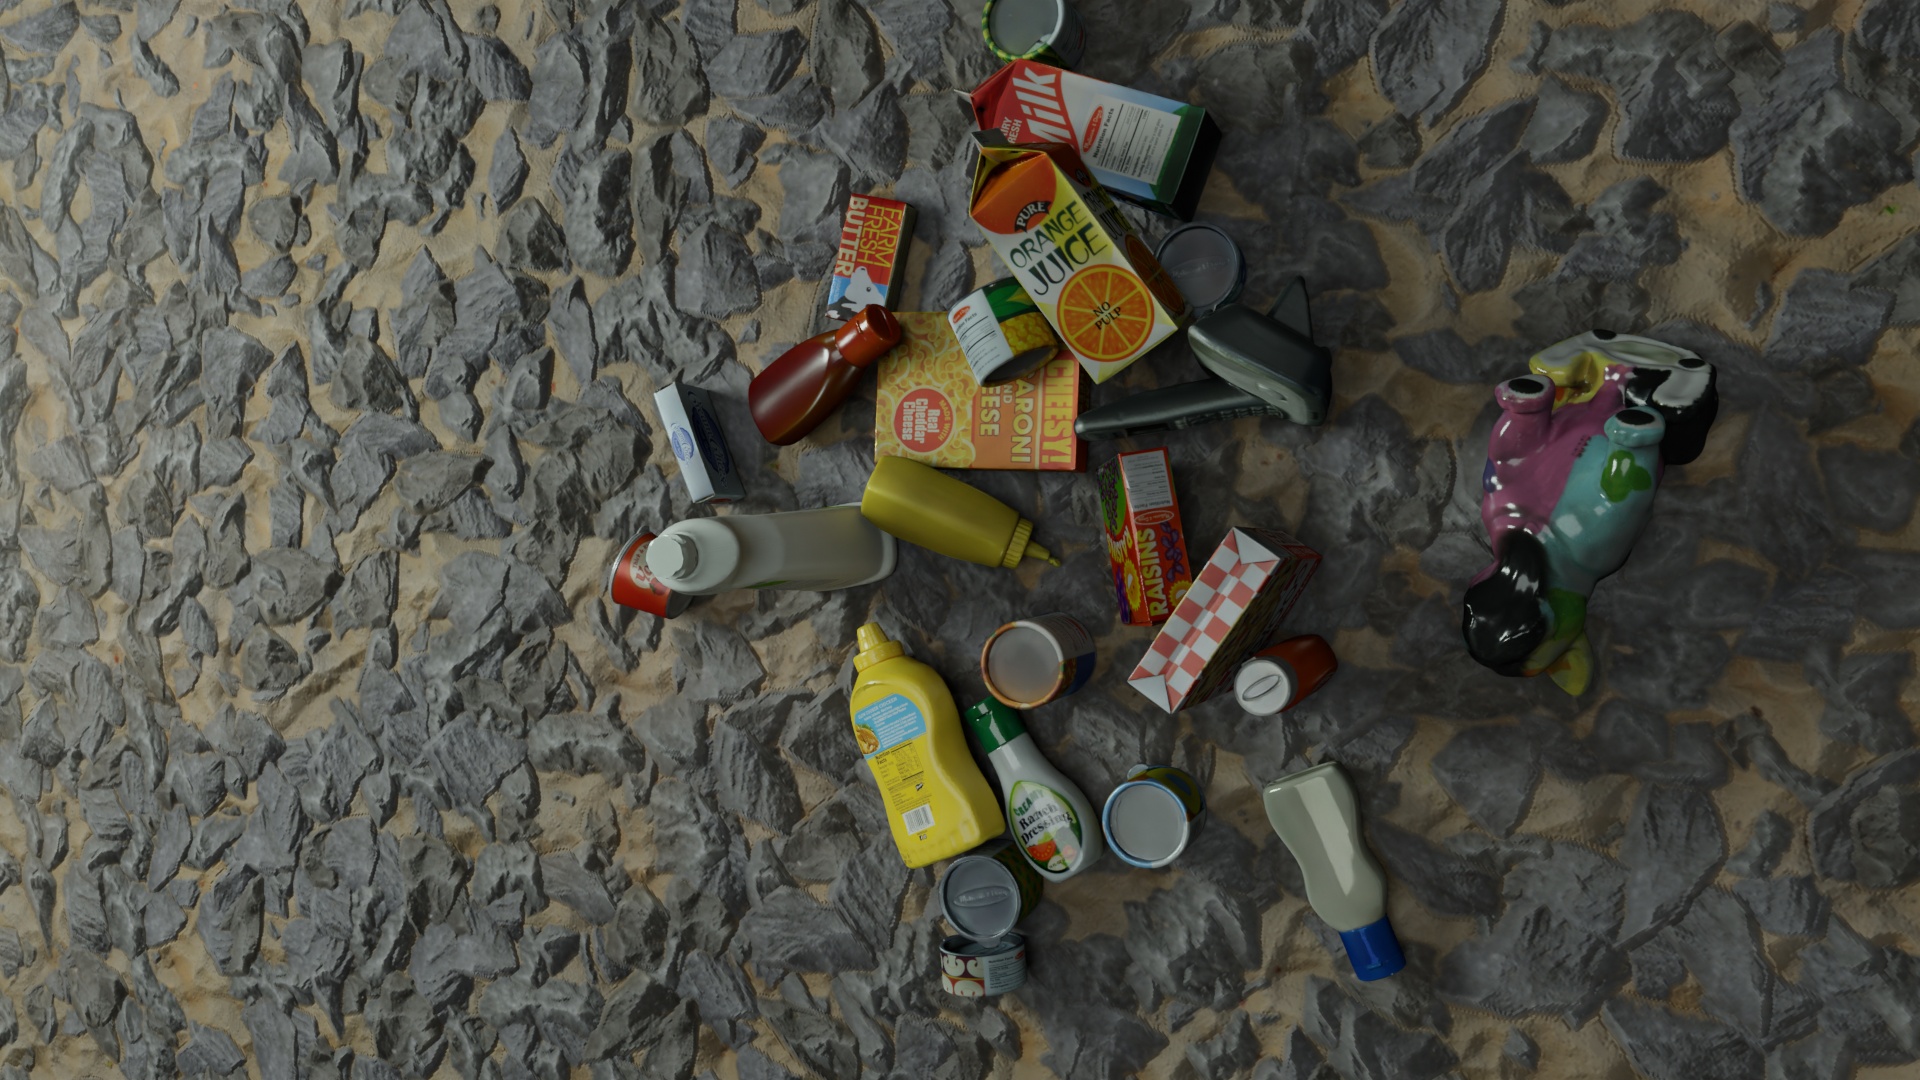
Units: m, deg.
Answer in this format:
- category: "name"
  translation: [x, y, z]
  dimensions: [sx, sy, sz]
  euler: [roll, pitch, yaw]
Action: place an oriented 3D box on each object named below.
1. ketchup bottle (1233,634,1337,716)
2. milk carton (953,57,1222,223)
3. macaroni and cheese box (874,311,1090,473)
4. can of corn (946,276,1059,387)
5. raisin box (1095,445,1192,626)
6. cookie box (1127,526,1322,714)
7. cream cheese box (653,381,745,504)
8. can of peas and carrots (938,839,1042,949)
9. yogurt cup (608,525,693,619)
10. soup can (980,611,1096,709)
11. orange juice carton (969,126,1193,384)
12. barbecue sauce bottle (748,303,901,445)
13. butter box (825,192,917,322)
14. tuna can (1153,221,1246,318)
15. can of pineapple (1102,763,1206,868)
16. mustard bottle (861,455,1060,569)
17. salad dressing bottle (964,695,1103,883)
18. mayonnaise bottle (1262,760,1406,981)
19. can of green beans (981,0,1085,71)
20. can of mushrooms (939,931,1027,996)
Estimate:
- category: "ketchup bottle"
  translation: [0.217, 0.093, 0.949]
  dimensions: [0.064, 0.149, 0.043]
  euler: [-34, 77, 18]
- category: "milk carton"
  translation: [0.090, -0.304, 1.039]
  dimensions: [0.191, 0.072, 0.073]
  euler: [22, 98, 19]
- category: "macaroni and cheese box"
  translation: [0.018, -0.116, 1.084]
  dimensions: [0.166, 0.040, 0.123]
  euler: [3, 91, 22]
- category: "can of corn"
  translation: [0.034, -0.153, 1.022]
  dimensions: [0.071, 0.071, 0.058]
  euler: [-28, 80, 19]
- category: "raisin box"
  translation: [0.134, -0.001, 1.011]
  dimensions: [0.040, 0.086, 0.123]
  euler: [-10, 87, -7]
- category: "cookie box"
  translation: [0.186, 0.052, 0.951]
  dimensions: [0.040, 0.167, 0.122]
  euler: [37, 103, 20]
- category: "cream cheese box"
  translation: [-0.219, -0.080, 1.168]
  dimensions: [0.024, 0.053, 0.104]
  euler: [-24, 82, 18]
- category: "can of peas and carrots"
  translation: [0.025, 0.271, 1.071]
  dimensions: [0.071, 0.059, 0.071]
  euler: [0, 91, 21]
- category: "yogurt cup"
  translation: [-0.257, 0.032, 1.178]
  dimensions: [0.054, 0.072, 0.072]
  euler: [23, 99, 11]
- category: "soup can"
  translation: [0.058, 0.092, 1.045]
  dimensions: [0.071, 0.084, 0.071]
  euler: [0, 91, 21]
- category: "orange juice carton"
  translation: [0.075, -0.213, 0.982]
  dimensions: [0.073, 0.072, 0.192]
  euler: [-35, 96, 27]
- category: "barbecue sauce bottle"
  translation: [-0.109, -0.135, 1.107]
  dimensions: [0.148, 0.044, 0.065]
  euler: [-32, 69, 37]
- category: "butter box"
  translation: [-0.072, -0.226, 1.127]
  dimensions: [0.053, 0.024, 0.103]
  euler: [14, 95, 20]
- category: "tuna can"
  translation: [0.177, -0.197, 1.026]
  dimensions: [0.071, 0.033, 0.071]
  euler: [0, 90, 21]
- category: "can of pineapple"
  translation: [0.142, 0.202, 1.026]
  dimensions: [0.071, 0.058, 0.071]
  euler: [0, 90, 21]
- category: "mustard bottle"
  translation: [0.004, -0.013, 1.075]
  dimensions: [0.160, 0.065, 0.049]
  euler: [22, 62, 0]
- category: "salad dressing bottle"
  translation: [0.054, 0.188, 1.068]
  dimensions: [0.064, 0.044, 0.148]
  euler: [-35, 78, 20]
- category: "mayonnaise bottle"
  translation: [0.270, 0.235, 0.987]
  dimensions: [0.064, 0.041, 0.148]
  euler: [-24, 83, 21]
- category: "can of green beans"
  translation: [0.056, -0.390, 1.059]
  dimensions: [0.071, 0.058, 0.071]
  euler: [0, 90, 21]
- category: "can of mushrooms"
  translation: [0.016, 0.326, 1.072]
  dimensions: [0.071, 0.071, 0.033]
  euler: [-5, 89, 21]
